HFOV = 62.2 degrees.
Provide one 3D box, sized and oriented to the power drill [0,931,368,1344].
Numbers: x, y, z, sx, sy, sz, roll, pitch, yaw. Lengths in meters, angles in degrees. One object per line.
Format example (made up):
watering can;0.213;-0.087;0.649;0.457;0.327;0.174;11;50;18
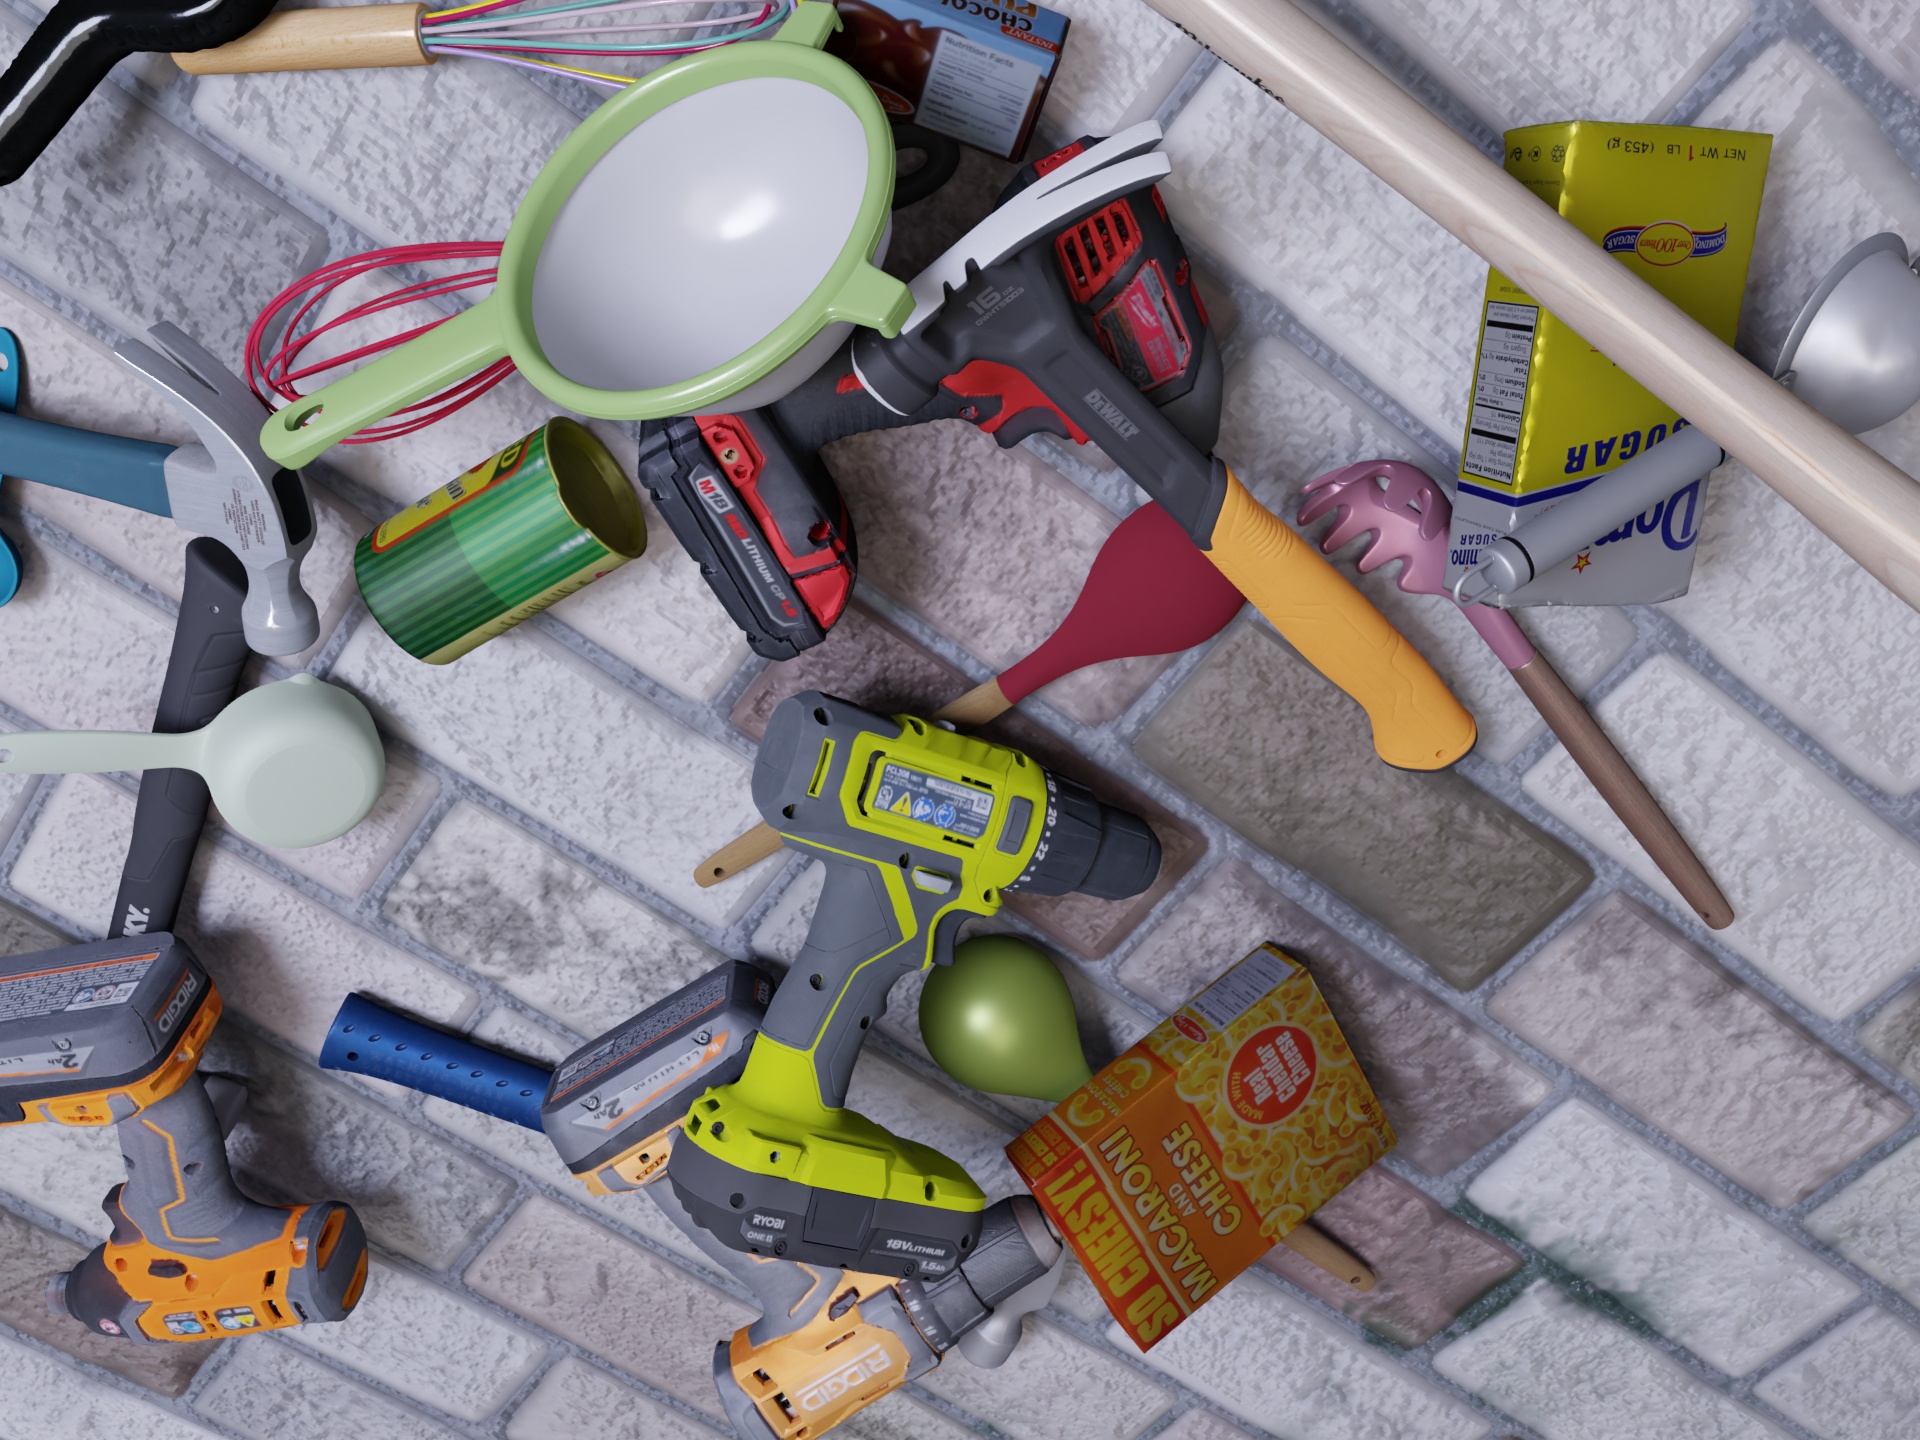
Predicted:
power drill;-0.412;0.221;0.785;0.164;0.084;0.226;-9;121;6

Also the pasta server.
pasta server;0.258;-0.004;0.704;0.316;0.060;0.040;46;69;-21

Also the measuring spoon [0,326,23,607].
measuring spoon;-0.421;-0.109;0.693;0.042;0.021;0.128;17;107;-7

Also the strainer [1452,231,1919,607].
strainer;0.283;-0.104;0.583;0.258;0.050;0.086;-30;133;-12

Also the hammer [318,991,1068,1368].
hammer;-0.131;0.227;0.838;0.405;0.035;0.144;22;116;-9

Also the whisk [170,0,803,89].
whisk;-0.177;-0.260;0.589;0.245;0.051;0.047;0;152;8

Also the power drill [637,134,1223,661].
power drill;-0.005;-0.119;0.631;0.219;0.079;0.143;-25;125;10

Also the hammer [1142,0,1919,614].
hammer;0.169;-0.163;0.509;0.410;0.146;0.038;38;114;0

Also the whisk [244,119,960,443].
whisk;-0.141;-0.177;0.623;0.296;0.073;0.073;-18;115;4

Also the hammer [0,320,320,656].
hammer;-0.423;-0.119;0.649;0.331;0.033;0.128;13;125;5

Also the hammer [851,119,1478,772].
hammer;0.116;-0.075;0.617;0.127;0.034;0.336;-33;130;26

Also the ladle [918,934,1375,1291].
ladle;0.107;0.215;0.826;0.320;0.062;0.078;38;105;-23

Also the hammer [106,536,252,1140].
hammer;-0.390;0.061;0.765;0.146;0.035;0.334;22;116;-9

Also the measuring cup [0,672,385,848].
measuring cup;-0.335;0.022;0.693;0.167;0.038;0.083;1;120;-38

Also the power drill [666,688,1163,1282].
power drill;-0.018;0.117;0.696;0.190;0.080;0.228;19;87;-25

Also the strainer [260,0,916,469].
strainer;-0.128;-0.137;0.569;0.256;0.152;0.069;-22;151;15

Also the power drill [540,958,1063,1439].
power drill;-0.072;0.229;0.774;0.185;0.084;0.226;-30;103;1

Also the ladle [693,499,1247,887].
ladle;-0.001;-0.002;0.722;0.315;0.031;0.069;-32;113;19
